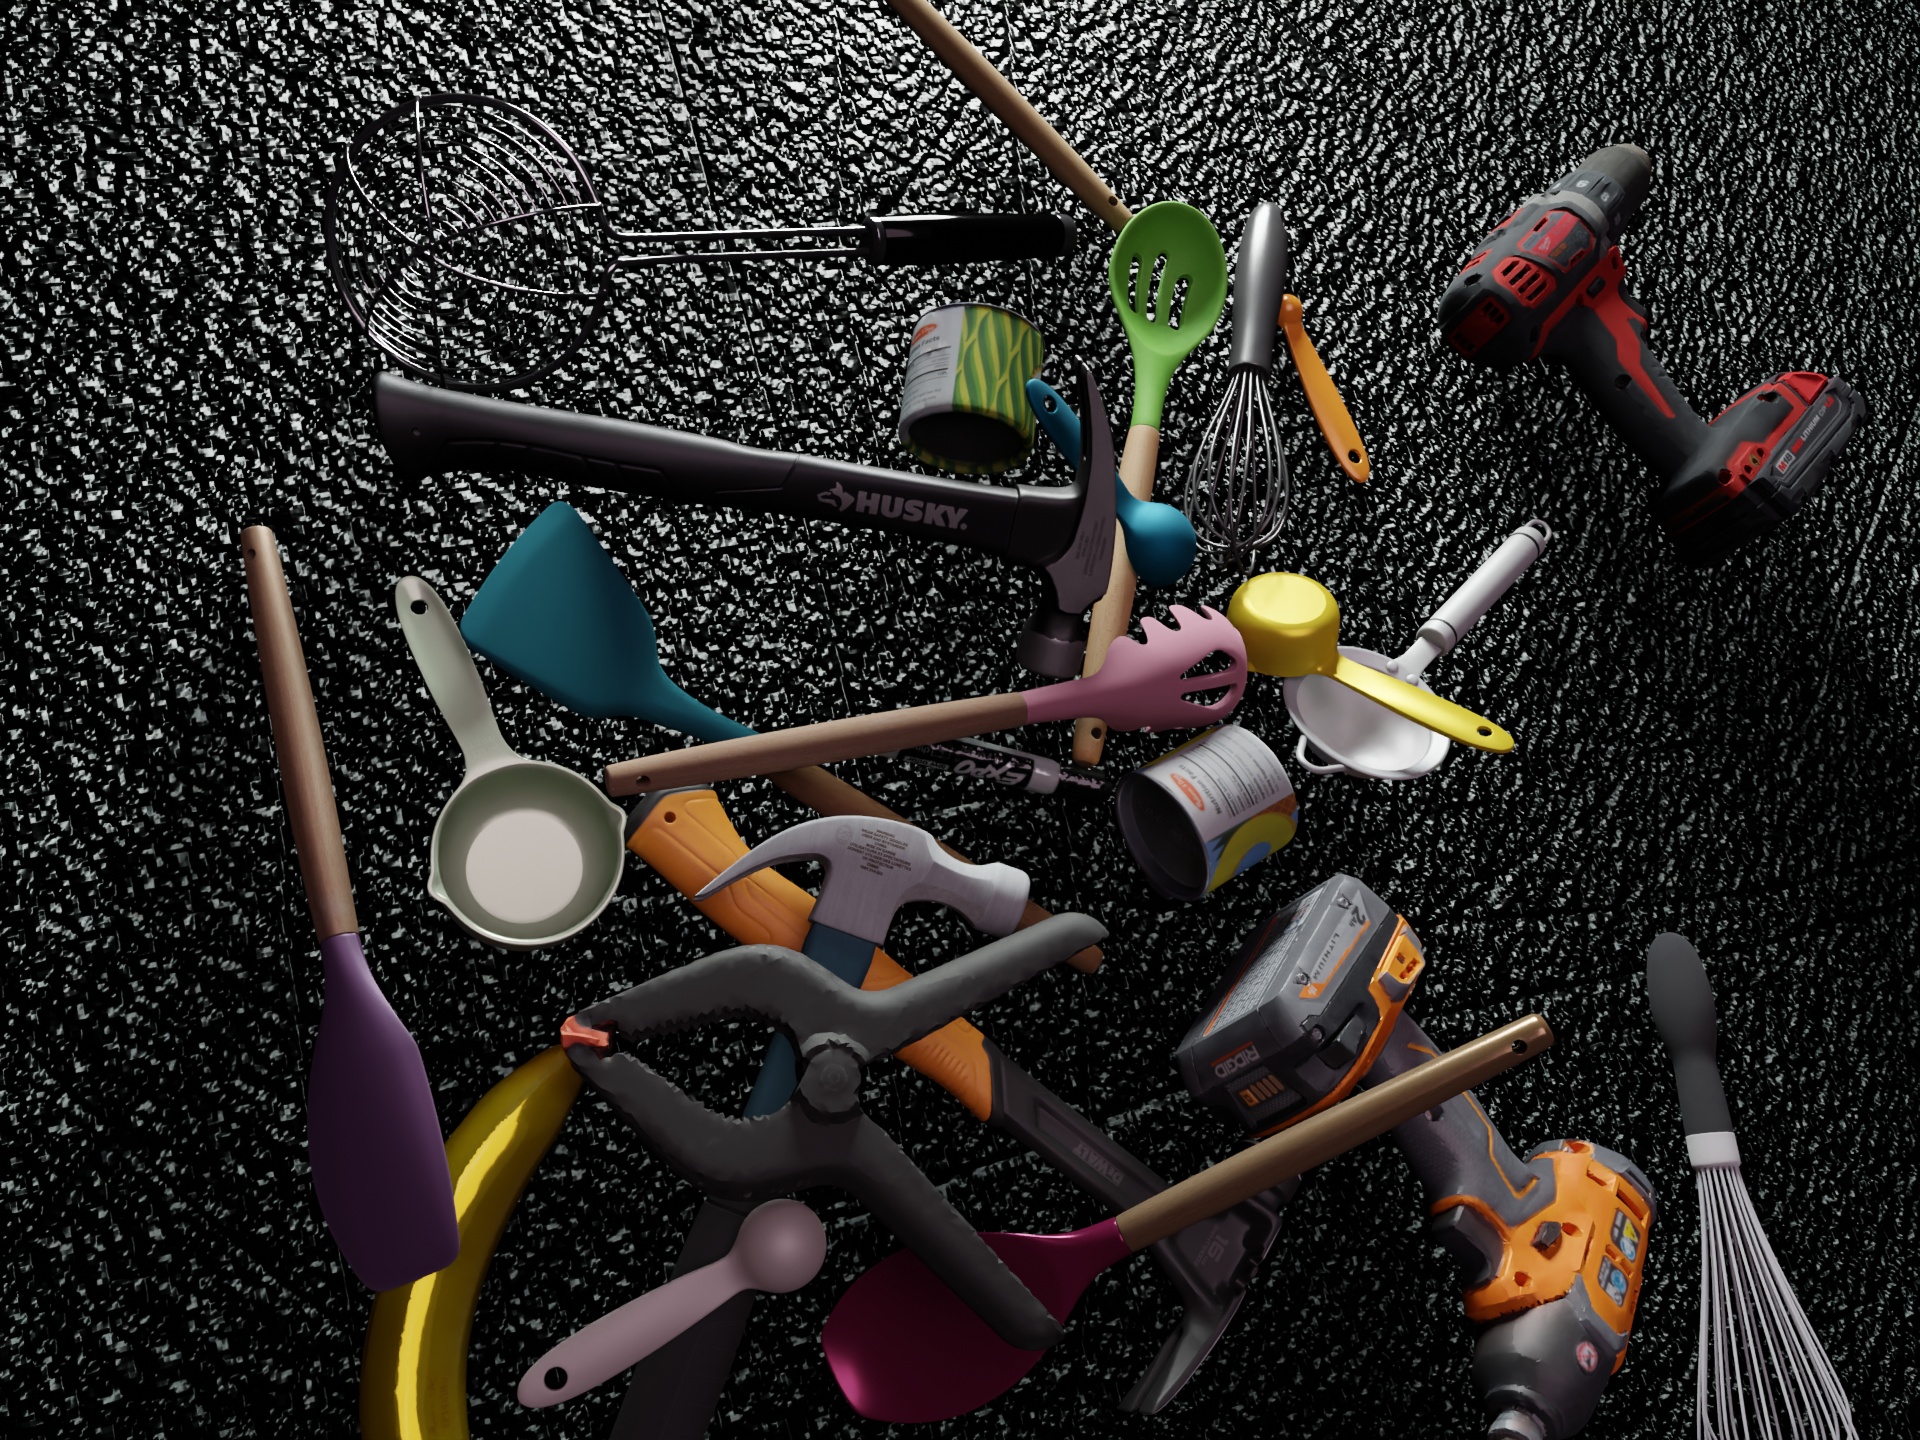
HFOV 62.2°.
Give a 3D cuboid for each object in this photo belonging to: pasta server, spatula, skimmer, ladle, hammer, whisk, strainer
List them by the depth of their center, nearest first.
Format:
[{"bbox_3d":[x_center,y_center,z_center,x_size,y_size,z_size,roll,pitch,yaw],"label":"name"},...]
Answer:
[{"bbox_3d":[-0.084,0.192,0.622,0.128,0.033,0.331,22,76,-6],"label":"hammer"},{"bbox_3d":[-0.252,0.063,0.627,0.060,0.018,0.316,-23,72,14],"label":"spatula"},{"bbox_3d":[-0.012,0.148,0.685,0.337,0.034,0.127,39,64,-3],"label":"hammer"},{"bbox_3d":[-0.066,0.024,0.701,0.317,0.044,0.082,32,57,-7],"label":"spatula"},{"bbox_3d":[-0.001,-0.002,0.707,0.316,0.040,0.060,-10,106,-21],"label":"pasta server"},{"bbox_3d":[-0.091,-0.114,0.715,0.334,0.035,0.146,9,111,-9],"label":"hammer"},{"bbox_3d":[-0.110,-0.232,0.769,0.363,0.090,0.127,-13,112,-33],"label":"skimmer"},{"bbox_3d":[0.371,0.242,0.772,0.070,0.070,0.285,4,67,-17],"label":"whisk"},{"bbox_3d":[0.243,-0.036,0.825,0.087,0.050,0.258,39,58,18],"label":"strainer"},{"bbox_3d":[-0.020,-0.383,0.842,0.320,0.062,0.078,45,68,-3],"label":"ladle"},{"bbox_3d":[0.154,-0.181,0.842,0.055,0.055,0.239,17,64,-13],"label":"whisk"}]

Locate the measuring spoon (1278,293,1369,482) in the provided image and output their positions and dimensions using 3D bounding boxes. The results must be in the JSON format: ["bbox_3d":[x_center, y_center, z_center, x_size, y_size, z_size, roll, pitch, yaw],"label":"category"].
[{"bbox_3d":[0.199,-0.184,0.873,0.021,0.011,0.117,-17,79,-22],"label":"measuring spoon"}]

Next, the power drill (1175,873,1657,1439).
[{"bbox_3d":[0.203,0.196,0.692,0.226,0.084,0.164,47,41,0],"label":"power drill"}]

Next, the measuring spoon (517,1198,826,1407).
[{"bbox_3d":[-0.105,0.218,0.586,0.124,0.018,0.034,-27,86,-15],"label":"measuring spoon"}]

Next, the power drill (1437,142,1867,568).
[{"bbox_3d":[0.403,-0.221,0.920,0.227,0.080,0.188,44,65,2],"label":"power drill"}]

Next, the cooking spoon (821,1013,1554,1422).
[{"bbox_3d":[0.088,0.194,0.634,0.319,0.017,0.069,-28,83,7],"label":"cooking spoon"}]

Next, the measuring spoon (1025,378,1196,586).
[{"bbox_3d":[0.076,-0.117,0.767,0.128,0.021,0.042,47,58,-25],"label":"measuring spoon"}]

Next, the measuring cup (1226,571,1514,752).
[{"bbox_3d":[0.198,-0.029,0.769,0.157,0.029,0.062,30,51,31],"label":"measuring cup"}]

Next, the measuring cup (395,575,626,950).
[{"bbox_3d":[-0.199,0.018,0.664,0.083,0.038,0.168,-23,79,-23],"label":"measuring cup"}]

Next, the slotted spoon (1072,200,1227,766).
[{"bbox_3d":[0.088,-0.125,0.810,0.070,0.031,0.314,18,70,-20],"label":"slotted spoon"}]
